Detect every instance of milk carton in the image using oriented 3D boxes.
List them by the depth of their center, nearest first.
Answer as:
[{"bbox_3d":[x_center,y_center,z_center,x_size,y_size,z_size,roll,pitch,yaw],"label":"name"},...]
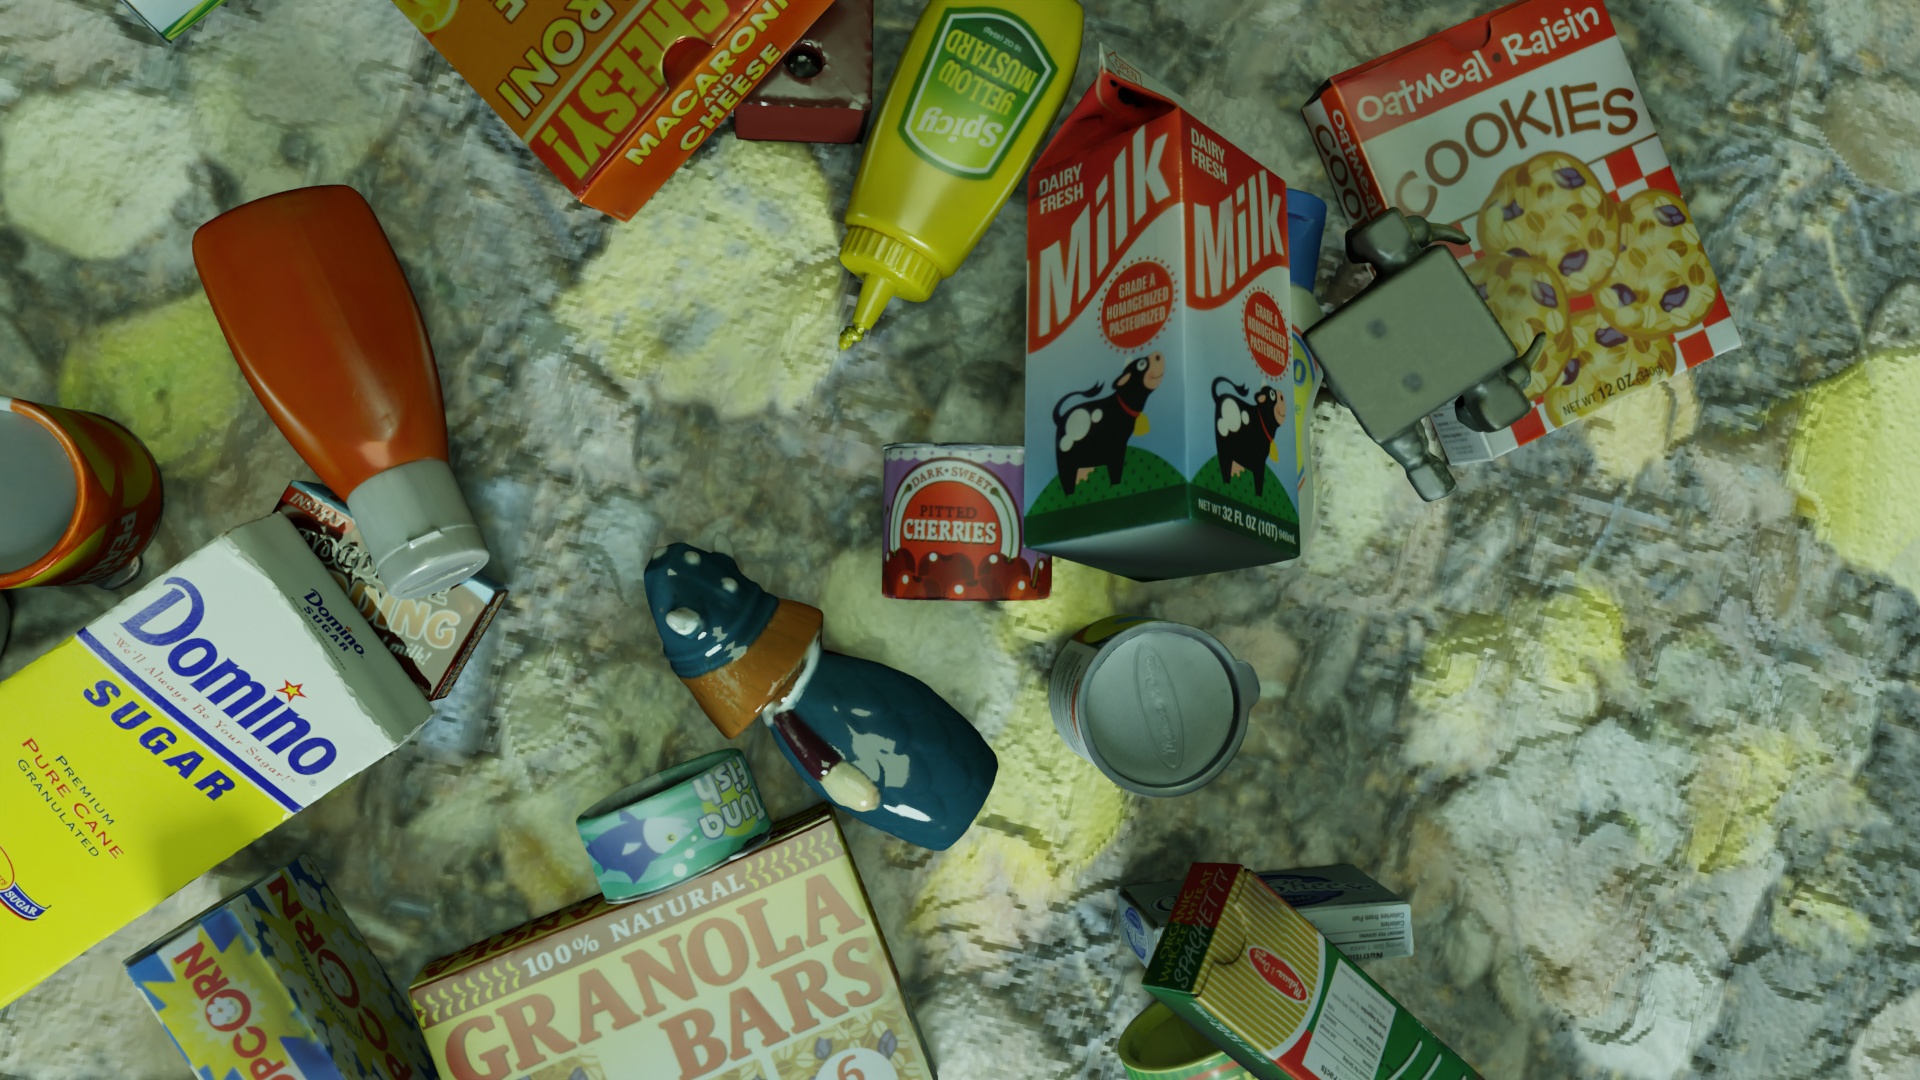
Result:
[{"bbox_3d":[0.073,-0.087,0.514,0.072,0.073,0.191,17,69,-44],"label":"milk carton"}]

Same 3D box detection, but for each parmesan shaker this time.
[{"bbox_3d":[0.115,0.231,0.542,0.071,0.071,0.103,-24,93,-8],"label":"parmesan shaker"}]

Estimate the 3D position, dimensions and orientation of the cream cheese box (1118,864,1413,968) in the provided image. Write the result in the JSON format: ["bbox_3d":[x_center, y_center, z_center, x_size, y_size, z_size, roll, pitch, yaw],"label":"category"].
[{"bbox_3d":[0.120,0.151,0.551,0.104,0.053,0.024,-3,92,-8],"label":"cream cheese box"}]

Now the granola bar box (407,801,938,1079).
[{"bbox_3d":[-0.104,0.189,0.525,0.166,0.039,0.124,-21,92,-8],"label":"granola bar box"}]

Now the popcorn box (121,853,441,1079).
[{"bbox_3d":[-0.224,0.178,0.485,0.038,0.085,0.126,-32,93,-8],"label":"popcorn box"}]

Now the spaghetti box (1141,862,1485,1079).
[{"bbox_3d":[0.161,0.207,0.523,0.249,0.028,0.050,43,61,-24],"label":"spaghetti box"}]

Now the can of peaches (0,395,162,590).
[{"bbox_3d":[-0.326,-0.014,0.487,0.071,0.058,0.071,0,89,-8],"label":"can of peaches"}]

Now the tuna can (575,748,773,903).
[{"bbox_3d":[-0.104,0.104,0.511,0.071,0.071,0.033,-22,92,-8],"label":"tuna can"}]

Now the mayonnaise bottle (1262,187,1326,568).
[{"bbox_3d":[0.117,-0.066,0.560,0.065,0.041,0.148,10,88,-9],"label":"mayonnaise bottle"}]

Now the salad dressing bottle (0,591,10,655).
[{"bbox_3d":[-0.418,0.018,0.481,0.148,0.044,0.064,16,92,-7],"label":"salad dressing bottle"}]

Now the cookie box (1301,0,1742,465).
[{"bbox_3d":[0.233,-0.132,0.578,0.123,0.040,0.167,-24,93,-7],"label":"cookie box"}]

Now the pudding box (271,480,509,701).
[{"bbox_3d":[-0.218,0.019,0.516,0.084,0.030,0.050,31,84,-7],"label":"pudding box"}]

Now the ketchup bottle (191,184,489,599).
[{"bbox_3d":[-0.215,-0.052,0.495,0.065,0.043,0.149,-24,80,-20],"label":"ketchup bottle"}]

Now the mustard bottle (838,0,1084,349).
[{"bbox_3d":[-0.008,-0.145,0.539,0.065,0.049,0.160,25,86,-6],"label":"mustard bottle"}]

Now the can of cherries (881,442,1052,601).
[{"bbox_3d":[0.002,-0.007,0.527,0.071,0.071,0.058,1,90,-8],"label":"can of cherries"}]

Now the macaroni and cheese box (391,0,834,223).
[{"bbox_3d":[-0.140,-0.216,0.493,0.123,0.040,0.166,-45,80,8],"label":"macaroni and cheese box"}]

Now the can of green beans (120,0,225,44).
[{"bbox_3d":[-0.284,-0.221,0.492,0.058,0.071,0.071,-42,95,-7],"label":"can of green beans"}]

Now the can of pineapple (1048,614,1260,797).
[{"bbox_3d":[0.073,0.063,0.543,0.071,0.058,0.071,0,90,-8],"label":"can of pineapple"}]
